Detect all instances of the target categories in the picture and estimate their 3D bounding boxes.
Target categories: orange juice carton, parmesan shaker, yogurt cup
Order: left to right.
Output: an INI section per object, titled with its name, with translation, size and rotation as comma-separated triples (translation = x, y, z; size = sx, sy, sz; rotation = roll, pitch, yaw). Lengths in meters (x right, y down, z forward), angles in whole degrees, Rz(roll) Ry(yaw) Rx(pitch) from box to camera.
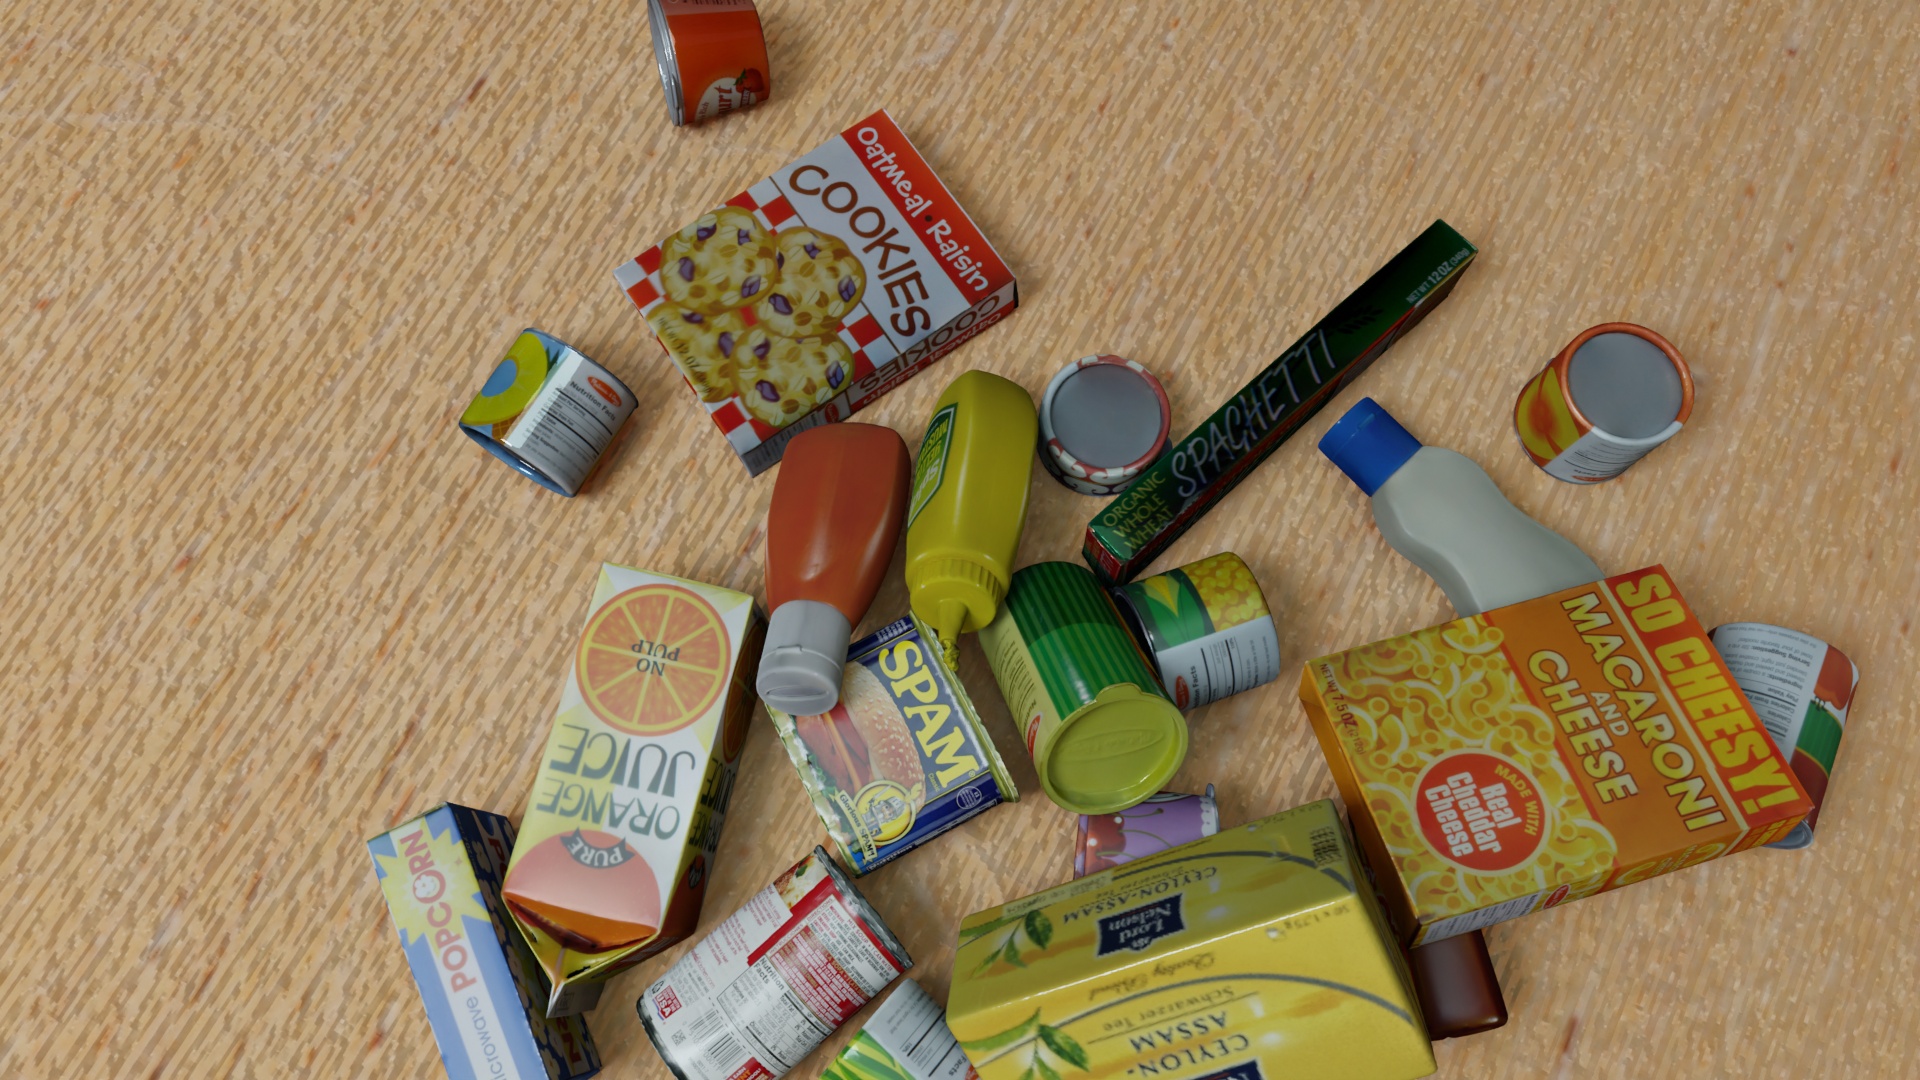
[orange juice carton]
translation = -0.146, 0.115, 0.626
size = 0.073, 0.071, 0.193
rotation = 12, 73, 4
[yogurt cup]
translation = -0.134, -0.260, 0.744
size = 0.054, 0.072, 0.072
rotation = -14, 74, -12
[parmesan shaker]
translation = 0.052, 0.061, 0.620
size = 0.071, 0.071, 0.103
rotation = -17, 35, -5

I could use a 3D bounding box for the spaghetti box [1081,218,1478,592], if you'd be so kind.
[spaghetti box]
translation = 0.159, -0.068, 0.694
size = 0.250, 0.050, 0.029
rotation = -41, 76, -11

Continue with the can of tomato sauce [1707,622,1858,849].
[can of tomato sauce]
translation = 0.366, 0.090, 0.639
size = 0.071, 0.071, 0.083
rotation = 27, 72, 7

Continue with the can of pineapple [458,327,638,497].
[can of pineapple]
translation = -0.203, -0.062, 0.683
size = 0.071, 0.071, 0.058
rotation = 29, 76, 8

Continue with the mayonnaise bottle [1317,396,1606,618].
[mayonnaise bottle]
translation = 0.242, -0.008, 0.682
size = 0.065, 0.041, 0.148
rotation = -41, 77, -11

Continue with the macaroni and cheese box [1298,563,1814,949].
[macaroni and cheese box]
translation = 0.248, 0.089, 0.597
size = 0.166, 0.040, 0.124
rotation = -15, 57, -2

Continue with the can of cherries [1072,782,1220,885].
[can of cherries]
translation = 0.082, 0.142, 0.623
size = 0.058, 0.071, 0.071
rotation = 6, 74, 3

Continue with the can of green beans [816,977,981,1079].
[can of green beans]
translation = -0.023, 0.232, 0.595
size = 0.058, 0.071, 0.071
rotation = 41, 77, 11

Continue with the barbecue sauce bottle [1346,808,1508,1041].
[barbecue sauce bottle]
translation = 0.202, 0.145, 0.626
size = 0.044, 0.064, 0.149
rotation = -12, 65, 6

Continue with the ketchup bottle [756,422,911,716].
[ketchup bottle]
translation = -0.063, 0.010, 0.642
size = 0.065, 0.043, 0.149
rotation = -4, 47, 13

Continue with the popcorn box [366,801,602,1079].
[popcorn box]
translation = -0.203, 0.181, 0.599
size = 0.038, 0.085, 0.127
rotation = -25, 75, -6

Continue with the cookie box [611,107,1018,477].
[cookie box]
translation = -0.073, -0.129, 0.717
size = 0.168, 0.040, 0.123
rotation = -34, 76, -9

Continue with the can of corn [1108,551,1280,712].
[can of corn]
translation = 0.109, 0.043, 0.654
size = 0.058, 0.071, 0.071
rotation = -18, 74, -6

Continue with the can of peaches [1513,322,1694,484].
[can of peaches]
translation = 0.319, -0.070, 0.692
size = 0.071, 0.058, 0.071
rotation = 0, 74, 0

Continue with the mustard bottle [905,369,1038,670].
[mustard bottle]
translation = 0.002, -0.008, 0.642
size = 0.049, 0.065, 0.161
rotation = 21, 46, -14

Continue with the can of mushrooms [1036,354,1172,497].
[can of mushrooms]
translation = 0.074, -0.058, 0.699
size = 0.071, 0.033, 0.071
rotation = 0, 73, 0
